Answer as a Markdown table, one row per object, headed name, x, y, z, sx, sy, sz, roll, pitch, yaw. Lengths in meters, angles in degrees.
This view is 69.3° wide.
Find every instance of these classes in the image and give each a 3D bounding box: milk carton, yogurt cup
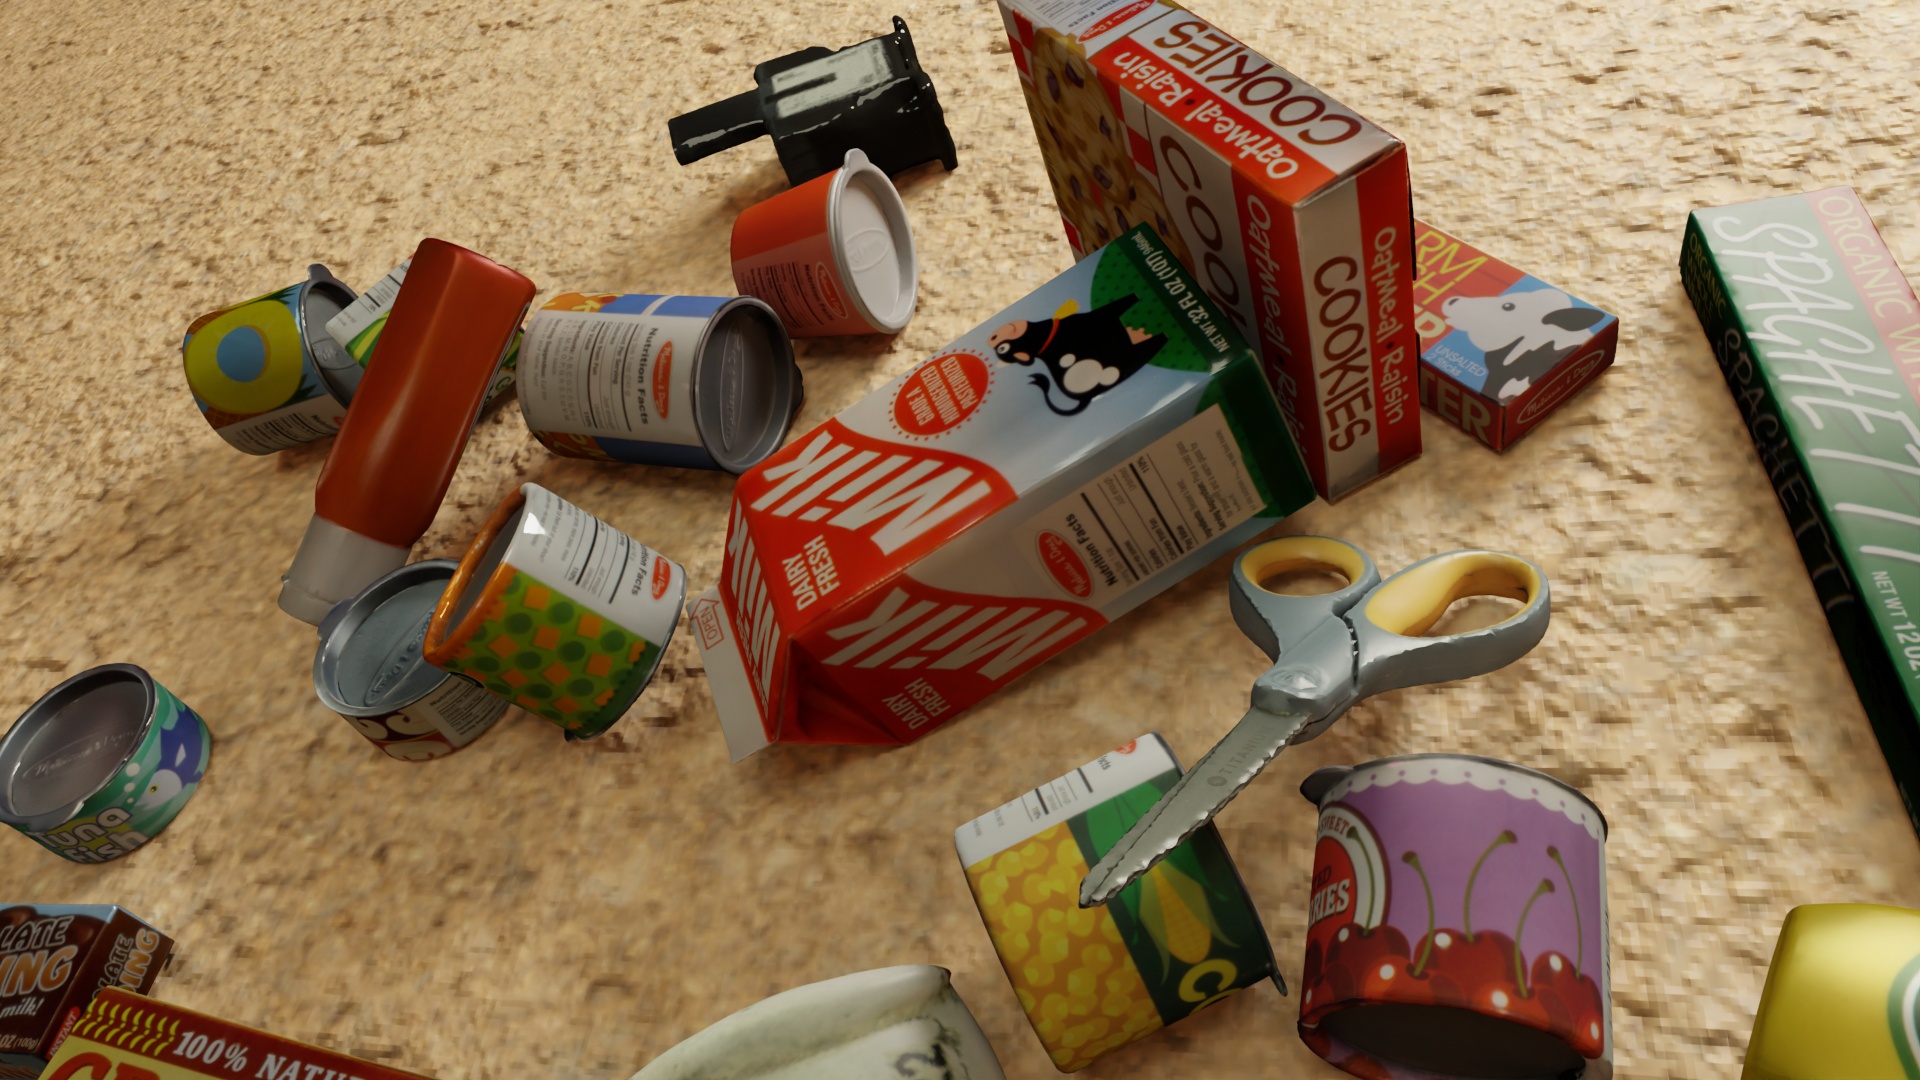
| name | x | y | z | sx | sy | sz | roll | pitch | yaw |
| --- | --- | --- | --- | --- | --- | --- | --- | --- | --- |
| milk carton | 0.002 | -0.005 | 0.425 | 0.190 | 0.073 | 0.072 | -32 | 47 | 6 |
| yogurt cup | -0.055 | -0.112 | 0.553 | 0.054 | 0.072 | 0.073 | -8 | 49 | 24 |

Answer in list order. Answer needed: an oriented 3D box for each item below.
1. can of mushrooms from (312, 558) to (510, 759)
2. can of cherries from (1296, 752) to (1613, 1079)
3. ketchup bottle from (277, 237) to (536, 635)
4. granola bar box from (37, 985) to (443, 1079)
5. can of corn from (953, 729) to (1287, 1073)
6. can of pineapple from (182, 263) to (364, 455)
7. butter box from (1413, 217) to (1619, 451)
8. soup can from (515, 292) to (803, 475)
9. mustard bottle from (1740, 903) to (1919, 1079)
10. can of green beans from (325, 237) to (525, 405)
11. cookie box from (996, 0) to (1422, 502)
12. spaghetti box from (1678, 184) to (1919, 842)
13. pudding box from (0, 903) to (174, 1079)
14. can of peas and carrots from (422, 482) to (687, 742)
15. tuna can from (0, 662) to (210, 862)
| name | x | y | z | sx | sy | sz | roll | pitch | yaw |
| --- | --- | --- | --- | --- | --- | --- | --- | --- | --- |
| can of mushrooms | -0.191 | 0.041 | 0.492 | 0.071 | 0.033 | 0.071 | -10 | 49 | 12 |
| can of cherries | 0.111 | 0.090 | 0.319 | 0.071 | 0.071 | 0.059 | 1 | 53 | 21 |
| ketchup bottle | -0.210 | -0.038 | 0.522 | 0.065 | 0.043 | 0.149 | 20 | 87 | 58 |
| granola bar box | -0.193 | 0.195 | 0.359 | 0.165 | 0.039 | 0.125 | 4 | 53 | 22 |
| can of corn | 0.039 | 0.092 | 0.346 | 0.058 | 0.071 | 0.071 | -26 | 47 | -1 |
| can of pineapple | -0.292 | -0.077 | 0.606 | 0.058 | 0.070 | 0.071 | -17 | 48 | 7 |
| butter box | 0.161 | -0.076 | 0.470 | 0.053 | 0.024 | 0.104 | -36 | 49 | -12 |
| soup can | -0.114 | -0.061 | 0.532 | 0.084 | 0.071 | 0.072 | 6 | 54 | 25 |
| mustard bottle | 0.235 | 0.118 | 0.254 | 0.160 | 0.048 | 0.065 | 12 | 46 | 35 |
| can of green beans | -0.221 | -0.083 | 0.584 | 0.058 | 0.071 | 0.071 | -44 | 51 | -12 |
| cookie box | 0.082 | -0.107 | 0.459 | 0.040 | 0.122 | 0.168 | -31 | 48 | -6 |
| spaghetti box | 0.255 | -0.008 | 0.376 | 0.050 | 0.028 | 0.251 | -7 | 50 | 13 |
| pudding box | -0.305 | 0.145 | 0.448 | 0.083 | 0.030 | 0.050 | -3 | 50 | 17 |
| can of peas and carrots | -0.133 | 0.025 | 0.452 | 0.070 | 0.058 | 0.071 | -40 | 30 | 30 |
| tuna can | -0.310 | 0.082 | 0.501 | 0.071 | 0.032 | 0.071 | -10 | 49 | 12 |
